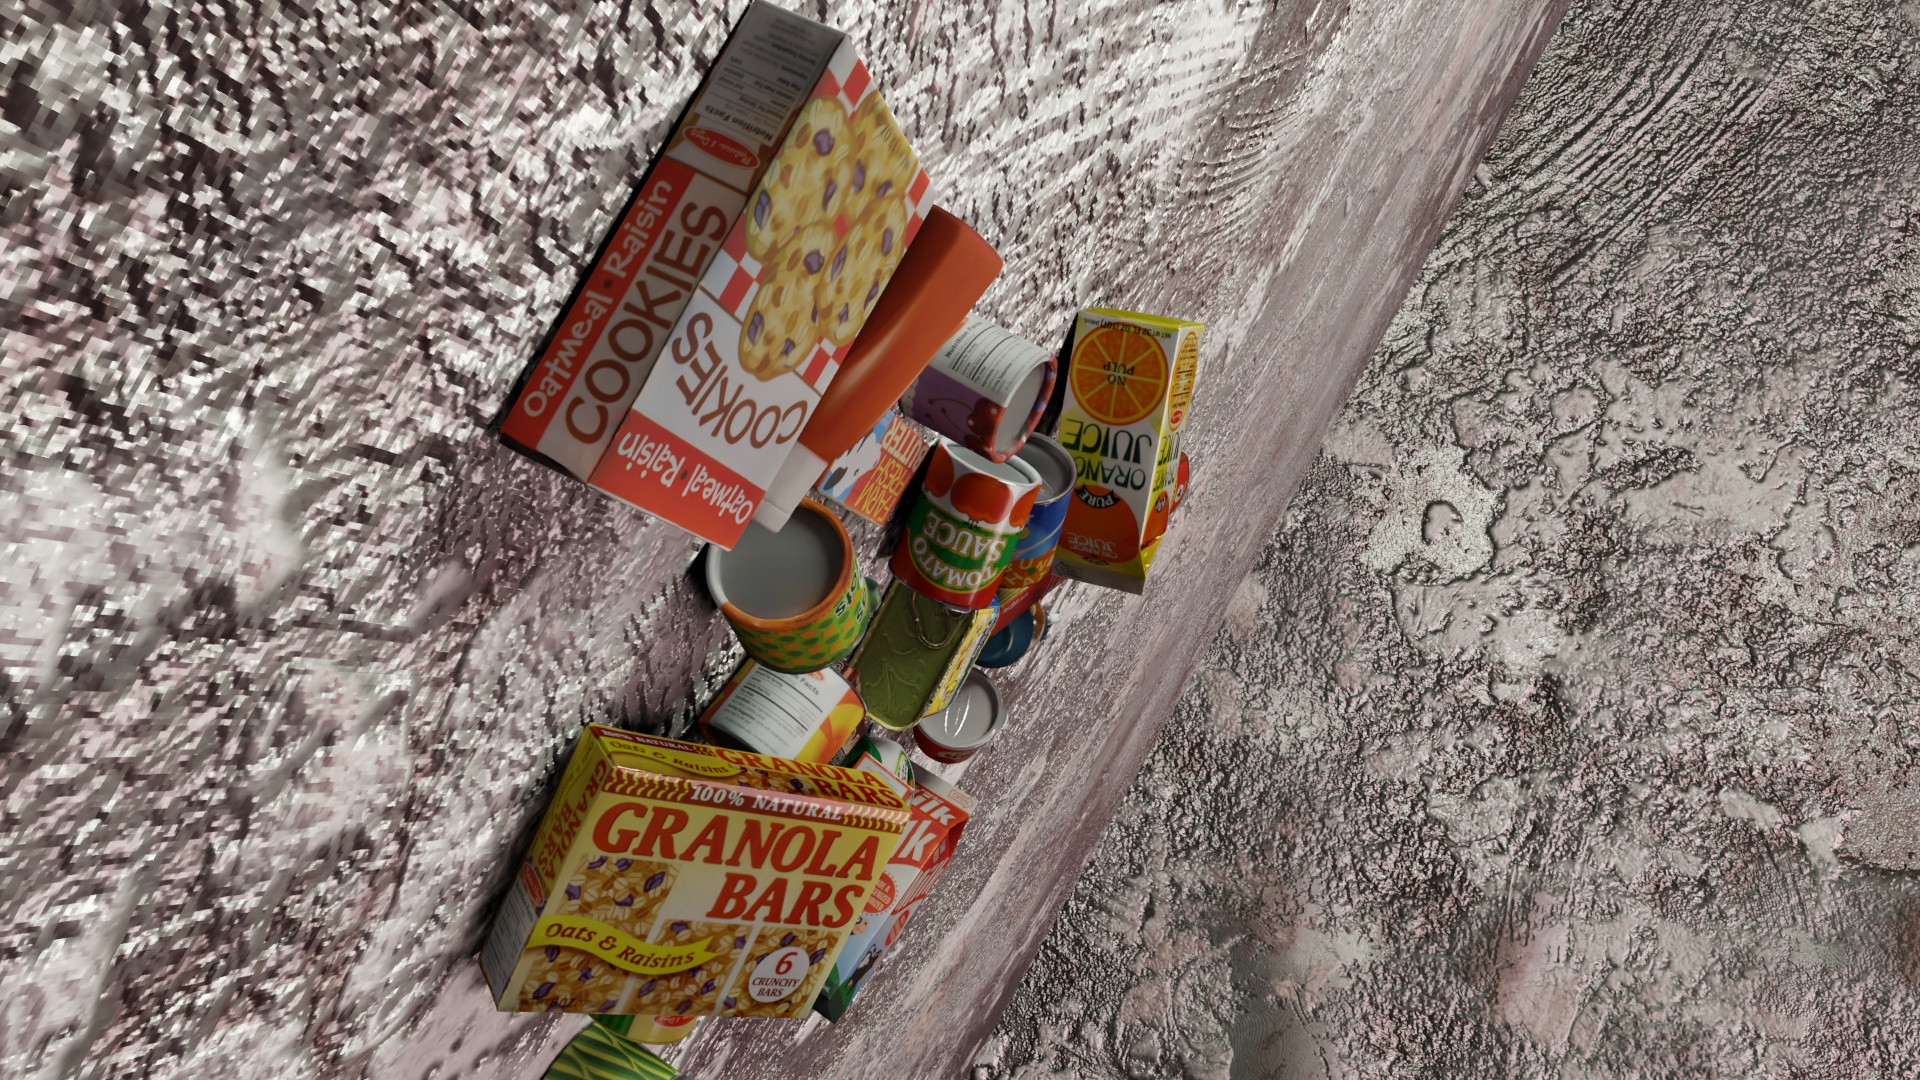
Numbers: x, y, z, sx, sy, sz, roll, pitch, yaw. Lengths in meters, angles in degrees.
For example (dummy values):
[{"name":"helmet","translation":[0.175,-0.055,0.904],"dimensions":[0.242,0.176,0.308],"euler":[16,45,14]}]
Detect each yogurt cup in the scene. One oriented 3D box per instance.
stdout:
[{"name":"yogurt cup","translation":[-0.006,0.133,1.038],"dimensions":[0.073,0.072,0.053],"euler":[-51,169,-29]}]

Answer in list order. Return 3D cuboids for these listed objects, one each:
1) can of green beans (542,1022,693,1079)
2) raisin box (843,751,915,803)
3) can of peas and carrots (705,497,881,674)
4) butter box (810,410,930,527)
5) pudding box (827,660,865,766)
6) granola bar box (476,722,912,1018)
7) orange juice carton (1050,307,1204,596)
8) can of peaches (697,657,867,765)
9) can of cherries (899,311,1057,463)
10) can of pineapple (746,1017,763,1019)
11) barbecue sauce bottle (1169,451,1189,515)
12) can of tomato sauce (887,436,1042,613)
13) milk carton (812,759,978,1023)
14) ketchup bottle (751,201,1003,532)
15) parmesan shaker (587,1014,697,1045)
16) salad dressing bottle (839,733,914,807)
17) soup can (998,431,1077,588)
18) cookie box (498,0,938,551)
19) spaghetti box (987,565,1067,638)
[{"name":"can of green beans","translation":[-0.196,0.312,0.777],"dimensions":[0.071,0.058,0.071],"euler":[-52,161,-26]},{"name":"raisin box","translation":[-0.084,0.186,0.797],"dimensions":[0.124,0.040,0.086],"euler":[-53,-177,-22]},{"name":"can of peas and carrots","translation":[-0.075,0.020,0.630],"dimensions":[0.071,0.071,0.058],"euler":[-55,162,-19]},{"name":"butter box","translation":[-0.049,-0.041,0.684],"dimensions":[0.053,0.024,0.103],"euler":[-60,163,-1]},{"name":"pudding box","translation":[-0.083,0.107,0.821],"dimensions":[0.050,0.030,0.083],"euler":[-51,161,-27]},{"name":"granola bar box","translation":[-0.119,0.158,0.642],"dimensions":[0.165,0.039,0.124],"euler":[19,102,-40]},{"name":"orange juice carton","translation":[0.110,-0.060,0.960],"dimensions":[0.073,0.072,0.192],"euler":[-20,122,-65]},{"name":"can of peaches","translation":[-0.091,0.092,0.709],"dimensions":[0.058,0.071,0.071],"euler":[-52,162,-25]},{"name":"can of cherries","translation":[0.010,-0.080,0.735],"dimensions":[0.072,0.058,0.071],"euler":[-52,161,-26]},{"name":"can of pineapple","translation":[-0.131,0.251,0.856],"dimensions":[0.058,0.071,0.071],"euler":[-59,164,-3]},{"name":"barbecue sauce bottle","translation":[0.136,-0.033,1.089],"dimensions":[0.149,0.044,0.064],"euler":[-28,136,-61]},{"name":"can of tomato sauce","translation":[0.003,-0.010,0.814],"dimensions":[0.071,0.071,0.082],"euler":[-22,138,-65]},{"name":"milk carton","translation":[-0.067,0.252,1.036],"dimensions":[0.191,0.072,0.073],"euler":[-52,161,-27]},{"name":"ketchup bottle","translation":[-0.048,-0.073,0.580],"dimensions":[0.043,0.065,0.149],"euler":[37,89,-40]},{"name":"parmesan shaker","translation":[-0.146,0.195,0.717],"dimensions":[0.103,0.071,0.071],"euler":[-64,163,8]},{"name":"salad dressing bottle","translation":[-0.064,0.158,0.935],"dimensions":[0.147,0.044,0.064],"euler":[69,36,-69]},{"name":"soup can","translation":[0.033,-0.018,0.896],"dimensions":[0.072,0.071,0.083],"euler":[-47,159,-39]},{"name":"cookie box","translation":[-0.079,-0.086,0.497],"dimensions":[0.167,0.040,0.123],"euler":[-61,164,-4]},{"name":"spaghetti box","translation":[0.057,0.012,1.043],"dimensions":[0.251,0.050,0.028],"euler":[-31,148,-60]}]
